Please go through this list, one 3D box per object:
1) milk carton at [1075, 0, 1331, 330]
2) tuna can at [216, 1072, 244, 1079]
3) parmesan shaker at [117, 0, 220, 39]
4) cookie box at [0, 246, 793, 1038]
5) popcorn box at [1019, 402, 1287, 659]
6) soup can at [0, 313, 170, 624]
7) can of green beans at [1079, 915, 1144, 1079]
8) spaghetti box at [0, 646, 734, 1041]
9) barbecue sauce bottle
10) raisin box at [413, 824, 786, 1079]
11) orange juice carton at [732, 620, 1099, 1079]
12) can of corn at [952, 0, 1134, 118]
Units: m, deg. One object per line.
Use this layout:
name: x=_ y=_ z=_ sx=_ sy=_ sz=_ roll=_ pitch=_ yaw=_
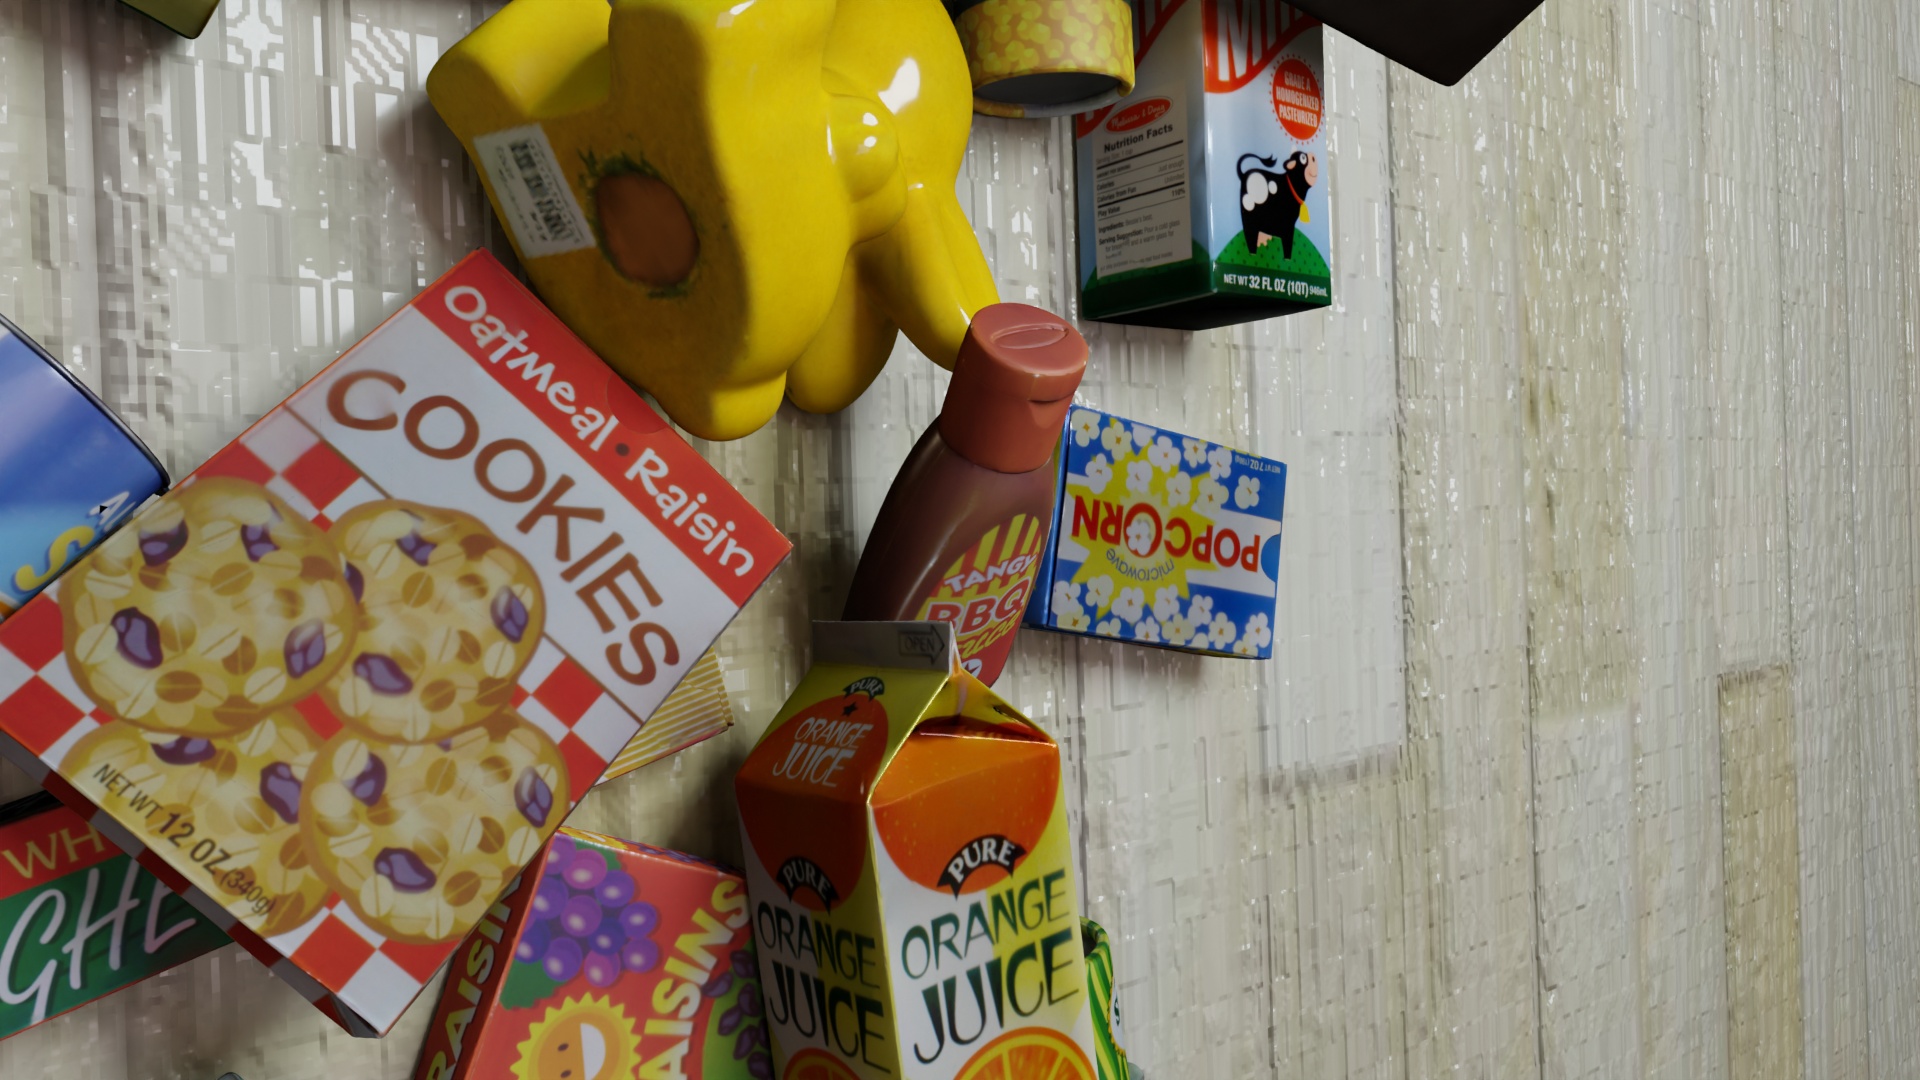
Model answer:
milk carton: x=0.095 y=-0.185 z=0.554 sx=0.072 sy=0.073 sz=0.190 roll=-3 pitch=90 yaw=-38
tuna can: x=-0.175 y=0.170 z=0.349 sx=0.033 sy=0.071 sz=0.071 roll=-43 pitch=114 yaw=-31
parmesan shaker: x=-0.218 y=-0.172 z=0.324 sx=0.103 sy=0.071 sz=0.071 roll=28 pitch=73 yaw=-35
cookie box: x=-0.140 y=0.020 z=0.362 sx=0.123 sy=0.040 sz=0.168 roll=45 pitch=55 yaw=-11
popcorn box: x=0.073 y=-0.001 z=0.557 sx=0.127 sy=0.038 sz=0.085 roll=11 pitch=82 yaw=-36
soup can: x=-0.233 y=-0.006 z=0.308 sx=0.071 sy=0.071 sz=0.084 roll=51 pitch=62 yaw=-25
can of green beans: x=0.025 y=0.173 z=0.499 sx=0.071 sy=0.071 sz=0.057 roll=-13 pitch=97 yaw=-37
spaghetti box: x=-0.179 y=0.071 z=0.369 sx=0.251 sy=0.028 sz=0.050 roll=-21 pitch=101 yaw=-36
barbecue sauce bottle: x=0.002 y=-0.006 z=0.446 sx=0.065 sy=0.044 sz=0.147 roll=-15 pitch=140 yaw=-34
raisin box: x=-0.092 y=0.140 z=0.428 sx=0.123 sy=0.040 sz=0.086 roll=25 pitch=75 yaw=-35
orange juice carton: x=-0.013 y=0.118 z=0.419 sx=0.073 sy=0.071 sz=0.192 roll=-10 pitch=95 yaw=-39
can of corn: x=0.028 y=-0.192 z=0.508 sx=0.071 sy=0.071 sz=0.058 roll=-5 pitch=93 yaw=-37
